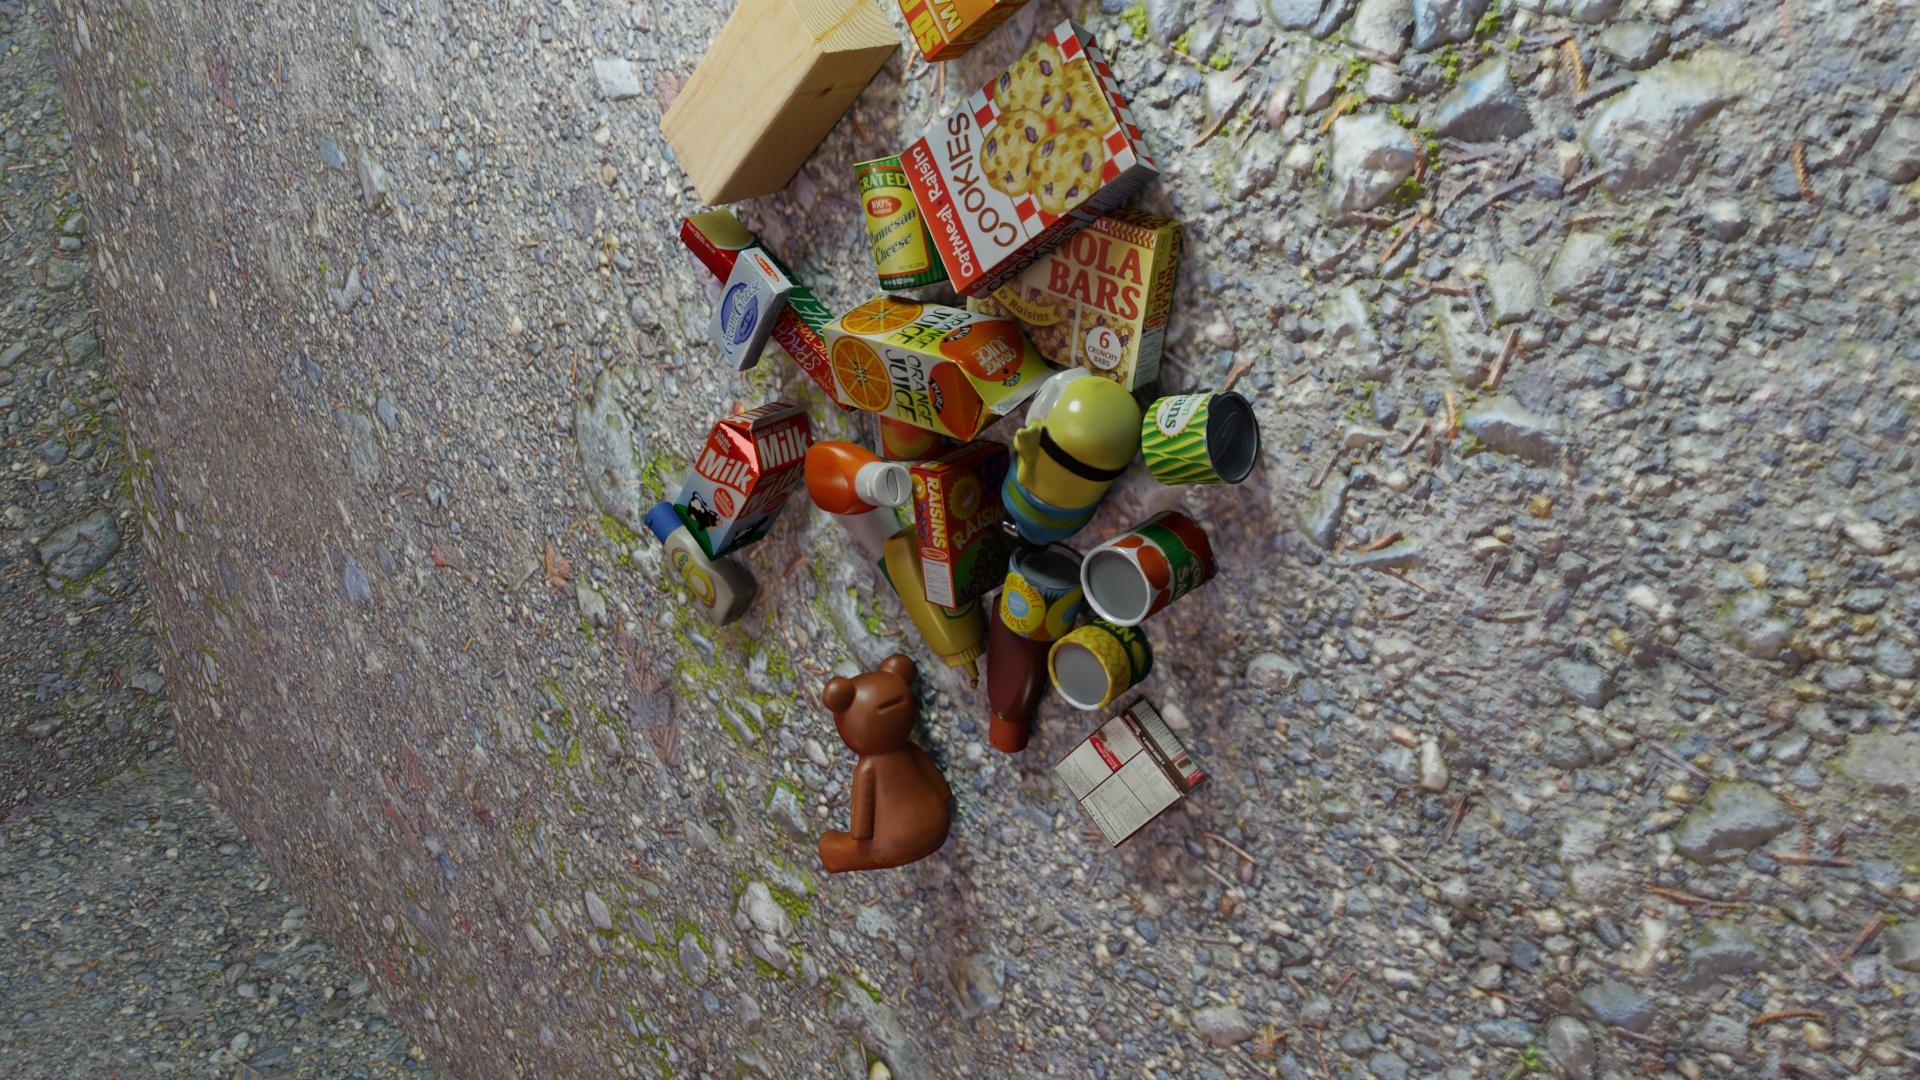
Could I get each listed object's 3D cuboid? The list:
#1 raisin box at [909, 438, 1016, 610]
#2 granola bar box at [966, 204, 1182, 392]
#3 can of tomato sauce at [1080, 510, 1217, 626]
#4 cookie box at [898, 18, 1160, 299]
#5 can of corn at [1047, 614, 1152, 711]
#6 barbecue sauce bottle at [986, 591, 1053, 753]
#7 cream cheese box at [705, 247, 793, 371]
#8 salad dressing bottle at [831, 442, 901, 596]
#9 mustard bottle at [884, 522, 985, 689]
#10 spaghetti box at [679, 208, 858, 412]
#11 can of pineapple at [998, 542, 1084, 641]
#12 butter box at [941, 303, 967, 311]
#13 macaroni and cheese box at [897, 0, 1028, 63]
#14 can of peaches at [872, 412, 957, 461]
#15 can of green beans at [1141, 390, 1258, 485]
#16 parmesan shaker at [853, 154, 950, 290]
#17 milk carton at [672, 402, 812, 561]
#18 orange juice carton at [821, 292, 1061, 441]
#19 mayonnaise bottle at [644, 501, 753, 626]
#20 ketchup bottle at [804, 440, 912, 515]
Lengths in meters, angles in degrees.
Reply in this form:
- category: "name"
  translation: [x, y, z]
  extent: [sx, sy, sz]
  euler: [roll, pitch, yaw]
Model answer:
- category: "raisin box"
  translation: [0.004, -0.015, 1.174]
  extent: [0.040, 0.086, 0.123]
  euler: [12, 117, 42]
- category: "granola bar box"
  translation: [0.082, -0.198, 1.048]
  extent: [0.166, 0.039, 0.123]
  euler: [27, 127, 33]
- category: "can of tomato sauce"
  translation: [0.143, 0.023, 1.059]
  extent: [0.071, 0.083, 0.071]
  euler: [21, 122, 37]
- category: "cookie box"
  translation: [0.045, -0.270, 1.001]
  extent: [0.167, 0.040, 0.123]
  euler: [-31, 72, 31]
- category: "can of corn"
  translation: [0.114, 0.097, 1.141]
  extent: [0.071, 0.058, 0.070]
  euler: [20, 122, 36]
- category: "barbecue sauce bottle"
  translation: [0.049, 0.119, 1.224]
  extent: [0.065, 0.044, 0.147]
  euler: [42, 136, 46]
- category: "cream cheese box"
  translation: [-0.190, -0.205, 1.242]
  extent: [0.053, 0.024, 0.103]
  euler: [50, 134, 15]
- category: "salad dressing bottle"
  translation: [-0.082, -0.019, 1.287]
  extent: [0.064, 0.044, 0.147]
  euler: [-36, 83, 39]
- category: "mustard bottle"
  translation: [-0.013, 0.061, 1.247]
  extent: [0.048, 0.065, 0.160]
  euler: [-11, 107, 50]
- category: "spaghetti box"
  translation: [-0.161, -0.213, 1.267]
  extent: [0.250, 0.050, 0.028]
  euler: [46, 135, 18]
- category: "can of pineapple"
  translation: [0.067, 0.042, 1.152]
  extent: [0.071, 0.071, 0.057]
  euler: [33, 130, 29]
- category: "butter box"
  translation: [-0.026, -0.171, 1.175]
  extent: [0.103, 0.024, 0.053]
  euler: [5, 113, 43]
- category: "macaroni and cheese box"
  translation: [0.011, -0.442, 1.000]
  extent: [0.166, 0.040, 0.123]
  euler: [-23, 91, 47]
- category: "can of peaches"
  translation: [-0.040, -0.105, 1.192]
  extent: [0.071, 0.071, 0.057]
  euler: [13, 117, 40]
- category: "can of green beans"
  translation: [0.172, -0.073, 1.000]
  extent: [0.058, 0.071, 0.071]
  euler: [0, 109, 44]
- category: "parmesan shaker"
  translation: [-0.041, -0.258, 1.119]
  extent: [0.071, 0.071, 0.102]
  euler: [3, 111, 43]
- category: "milk carton"
  translation: [-0.209, -0.068, 1.365]
  extent: [0.073, 0.072, 0.189]
  euler: [52, 135, 13]
- category: "orange juice carton"
  translation: [-0.015, -0.136, 1.096]
  extent: [0.193, 0.072, 0.072]
  euler: [20, 134, 39]
- category: "mayonnaise bottle"
  translation: [-0.285, 0.021, 1.503]
  extent: [0.148, 0.041, 0.064]
  euler: [47, 136, 17]
- category: "ketchup bottle"
  translation: [-0.088, -0.051, 1.189]
  extent: [0.149, 0.044, 0.064]
  euler: [13, 115, 63]
